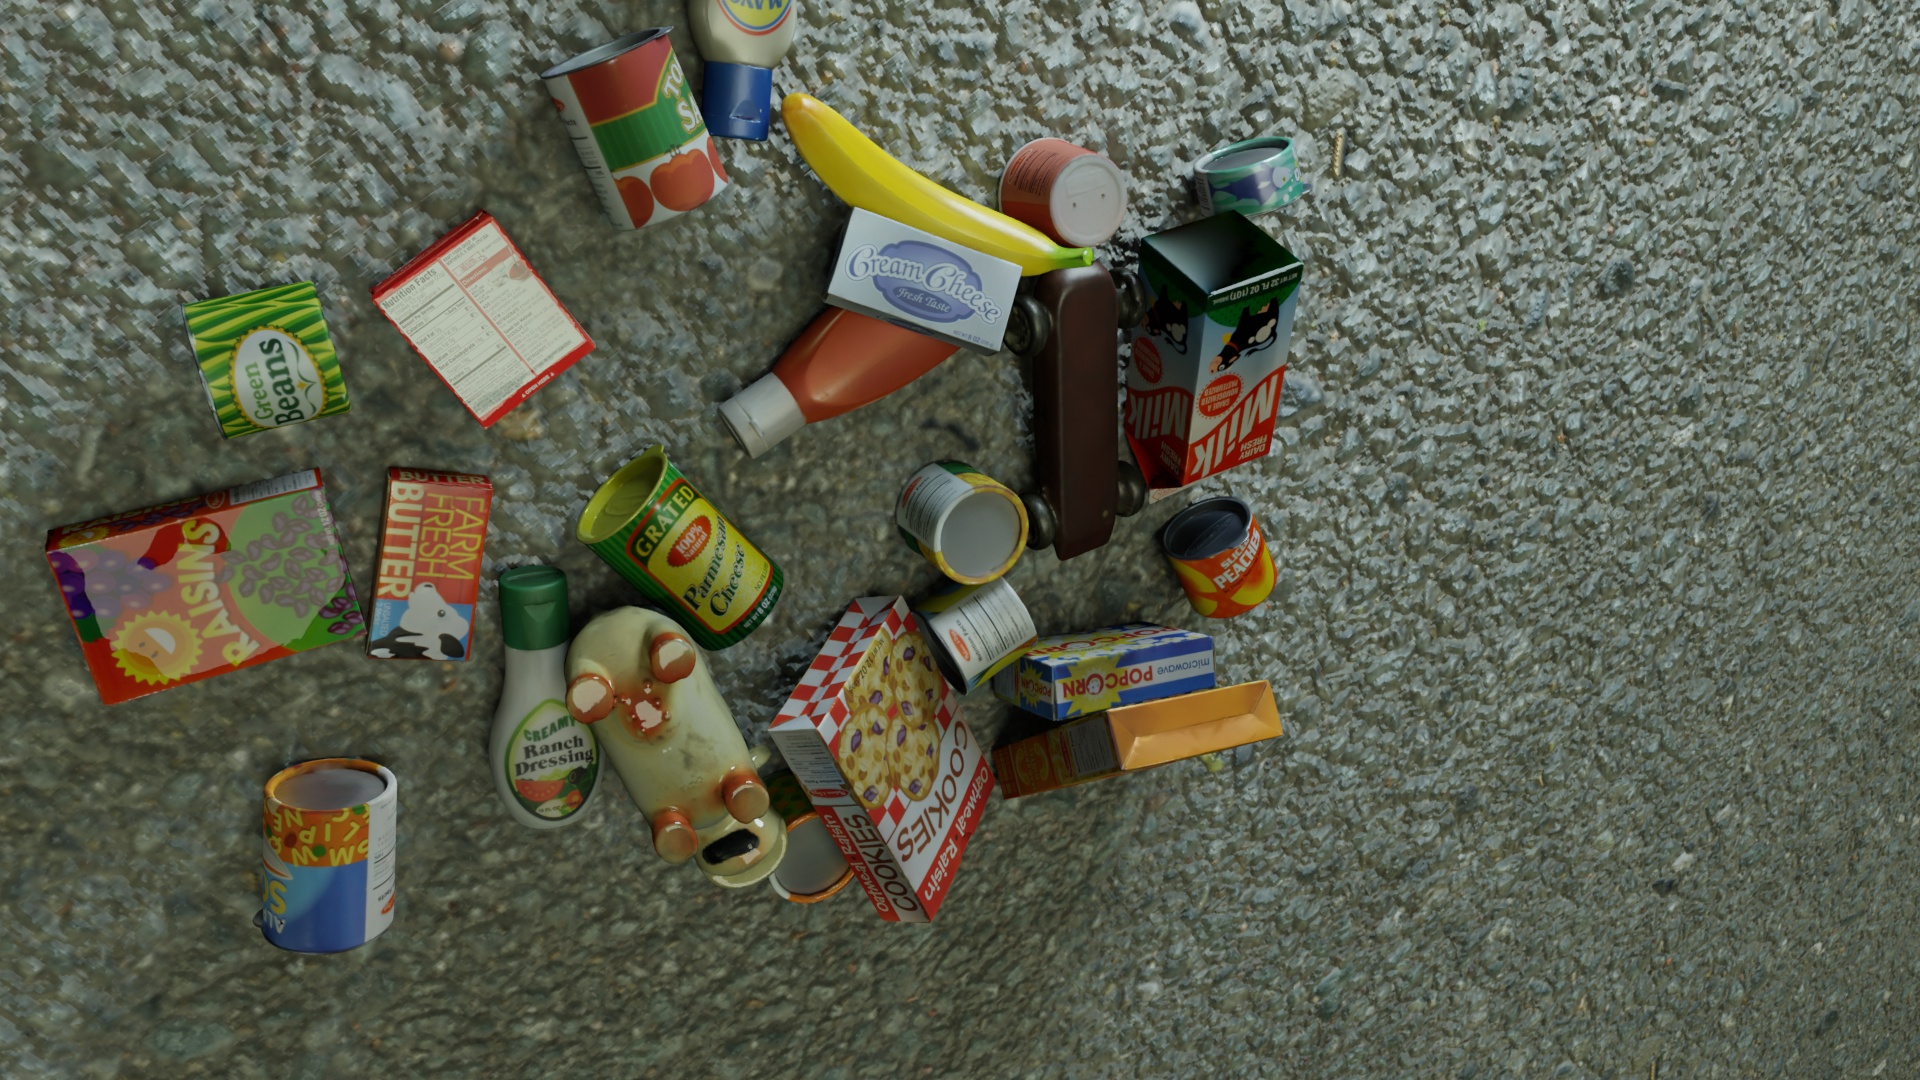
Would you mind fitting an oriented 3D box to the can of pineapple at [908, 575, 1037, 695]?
[{"bbox_3d":[0.007,0.056,0.893,0.058,0.071,0.070,-33,119,-14],"label":"can of pineapple"}]

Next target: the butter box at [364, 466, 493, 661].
[{"bbox_3d":[-0.286,0.014,0.747,0.053,0.024,0.103,6,104,-28],"label":"butter box"}]

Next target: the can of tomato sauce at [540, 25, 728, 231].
[{"bbox_3d":[-0.163,-0.210,0.709,0.071,0.071,0.082,-30,119,-16],"label":"can of tomato sauce"}]

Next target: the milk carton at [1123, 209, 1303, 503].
[{"bbox_3d":[0.156,-0.105,0.891,0.072,0.074,0.189,-21,138,-19],"label":"milk carton"}]

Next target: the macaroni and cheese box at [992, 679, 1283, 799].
[{"bbox_3d":[0.112,0.133,0.920,0.124,0.166,0.040,-7,77,-26],"label":"macaroni and cheese box"}]

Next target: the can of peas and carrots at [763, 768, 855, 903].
[{"bbox_3d":[-0.099,0.187,0.886,0.071,0.059,0.070,-10,112,-25],"label":"can of peas and carrots"}]

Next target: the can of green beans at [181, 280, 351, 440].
[{"bbox_3d":[-0.331,-0.087,0.664,0.058,0.071,0.071,-17,114,-22],"label":"can of green beans"}]

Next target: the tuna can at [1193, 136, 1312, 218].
[{"bbox_3d":[0.185,-0.231,0.882,0.071,0.071,0.032,-27,117,-17],"label":"tuna can"}]

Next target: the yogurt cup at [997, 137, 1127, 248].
[{"bbox_3d":[0.064,-0.207,0.837,0.072,0.054,0.072,-9,111,-25],"label":"yogurt cup"}]

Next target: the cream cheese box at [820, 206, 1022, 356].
[{"bbox_3d":[-0.022,-0.145,0.784,0.104,0.024,0.053,16,85,-14],"label":"cream cheese box"}]

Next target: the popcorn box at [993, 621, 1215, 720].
[{"bbox_3d":[0.096,0.085,0.934,0.127,0.085,0.038,-8,98,-25],"label":"popcorn box"}]

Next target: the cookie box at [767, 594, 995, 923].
[{"bbox_3d":[-0.042,0.137,0.870,0.166,0.040,0.123,65,35,-28],"label":"cookie box"}]

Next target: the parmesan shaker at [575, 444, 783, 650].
[{"bbox_3d":[-0.156,0.005,0.789,0.071,0.071,0.103,-46,122,-6],"label":"parmesan shaker"}]

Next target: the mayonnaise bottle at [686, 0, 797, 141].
[{"bbox_3d":[-0.112,-0.286,0.724,0.065,0.041,0.147,-2,108,-29],"label":"mayonnaise bottle"}]

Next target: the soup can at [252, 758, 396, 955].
[{"bbox_3d":[-0.342,0.169,0.748,0.071,0.071,0.083,-1,107,-27],"label":"soup can"}]

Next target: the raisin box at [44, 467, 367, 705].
[{"bbox_3d":[-0.374,0.021,0.696,0.124,0.040,0.085,-17,115,-23],"label":"raisin box"}]

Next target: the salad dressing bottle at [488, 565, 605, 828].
[{"bbox_3d":[-0.237,0.089,0.788,0.064,0.044,0.147,-9,111,-27],"label":"salad dressing bottle"}]

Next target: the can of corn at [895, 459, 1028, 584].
[{"bbox_3d":[0.003,-0.011,0.870,0.071,0.058,0.071,-9,112,-24],"label":"can of corn"}]

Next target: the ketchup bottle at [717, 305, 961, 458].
[{"bbox_3d":[-0.070,-0.103,0.808,0.149,0.043,0.064,-35,112,-12],"label":"ketchup bottle"}]

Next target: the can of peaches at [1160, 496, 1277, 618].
[{"bbox_3d":[0.182,0.013,0.965,0.071,0.071,0.058,-37,121,-12],"label":"can of peaches"}]
